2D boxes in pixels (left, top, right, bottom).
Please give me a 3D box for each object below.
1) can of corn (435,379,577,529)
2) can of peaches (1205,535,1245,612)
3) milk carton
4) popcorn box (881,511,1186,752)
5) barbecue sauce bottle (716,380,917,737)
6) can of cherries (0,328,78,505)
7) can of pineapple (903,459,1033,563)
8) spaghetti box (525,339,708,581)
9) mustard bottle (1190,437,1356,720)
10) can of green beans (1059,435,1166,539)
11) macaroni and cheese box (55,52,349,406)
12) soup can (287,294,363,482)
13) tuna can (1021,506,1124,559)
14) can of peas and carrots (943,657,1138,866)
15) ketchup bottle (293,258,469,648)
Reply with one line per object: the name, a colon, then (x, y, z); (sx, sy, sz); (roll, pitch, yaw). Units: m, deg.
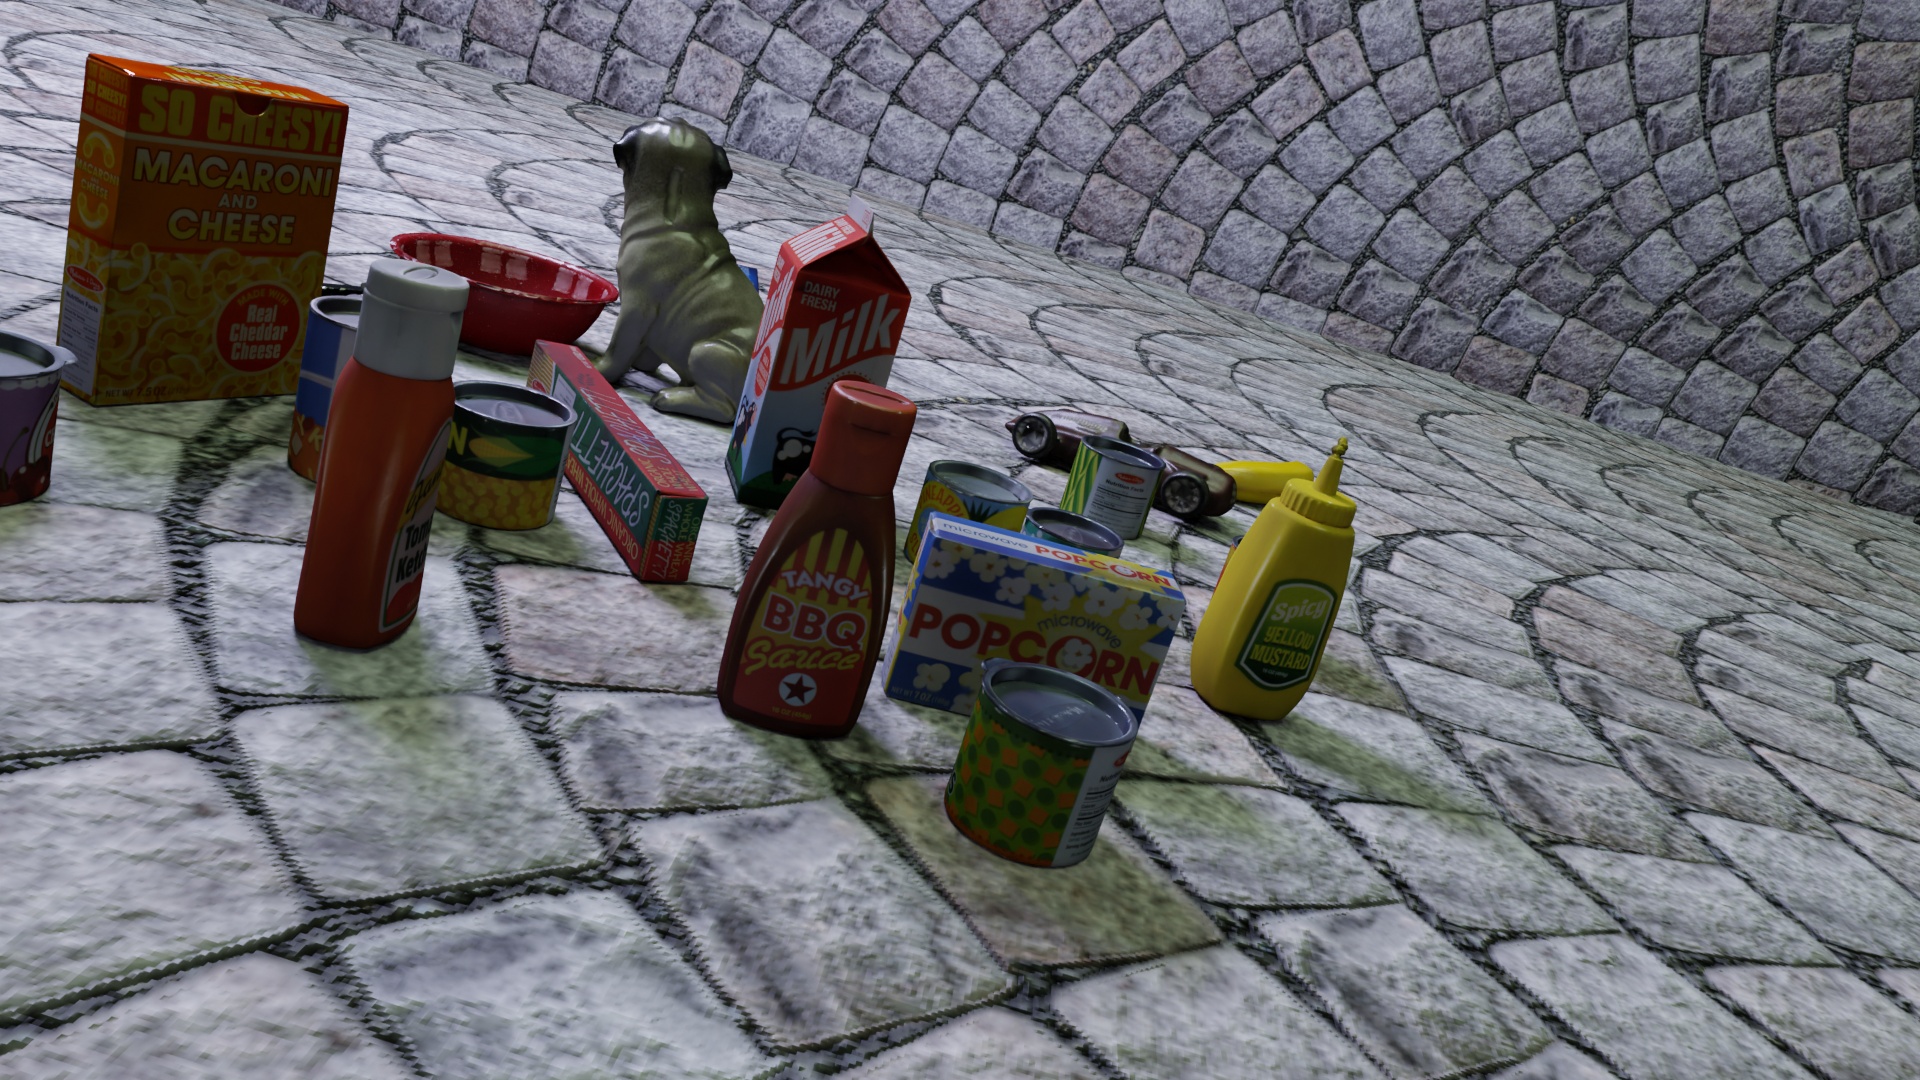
can of corn: (-0.239, -0.045, 0.715); (0.071, 0.058, 0.071); (16, 18, -5)
can of peaches: (0.195, 0.037, 0.882); (0.071, 0.058, 0.071); (16, 18, -5)
milk carton: (-0.085, -0.115, 0.854); (0.073, 0.189, 0.072); (11, 19, -21)
popcorn box: (0.034, 0.044, 0.664); (0.127, 0.085, 0.038); (15, 18, -9)
barbecue sauce bottle: (-0.056, 0.008, 0.584); (0.065, 0.148, 0.044); (14, 18, -11)
can of cherries: (-0.410, -0.052, 0.576); (0.071, 0.058, 0.072); (16, 18, -5)
can of pineapple: (0.003, -0.011, 0.842); (0.071, 0.057, 0.071); (16, 18, -5)
spaghetti box: (-0.201, -0.051, 0.783); (0.029, 0.050, 0.251); (5, 21, -34)
mustard bottle: (0.177, 0.019, 0.751); (0.065, 0.159, 0.049); (11, 18, -20)
can of green beans: (0.113, -0.040, 1.032); (0.071, 0.057, 0.071); (16, 18, -5)
macaroni and cheese box: (-0.394, -0.157, 0.727); (0.040, 0.165, 0.124); (25, 19, 22)
soup can: (-0.301, -0.075, 0.705); (0.071, 0.083, 0.071); (16, 18, -5)
tuna can: (0.067, 0.005, 0.897); (0.071, 0.032, 0.071); (16, 18, -5)
can of peas and carrots: (0.030, 0.090, 0.568); (0.071, 0.058, 0.071); (16, 18, -5)
ketchup bottle: (-0.227, -0.035, 0.549); (0.043, 0.148, 0.065); (15, 17, -8)
